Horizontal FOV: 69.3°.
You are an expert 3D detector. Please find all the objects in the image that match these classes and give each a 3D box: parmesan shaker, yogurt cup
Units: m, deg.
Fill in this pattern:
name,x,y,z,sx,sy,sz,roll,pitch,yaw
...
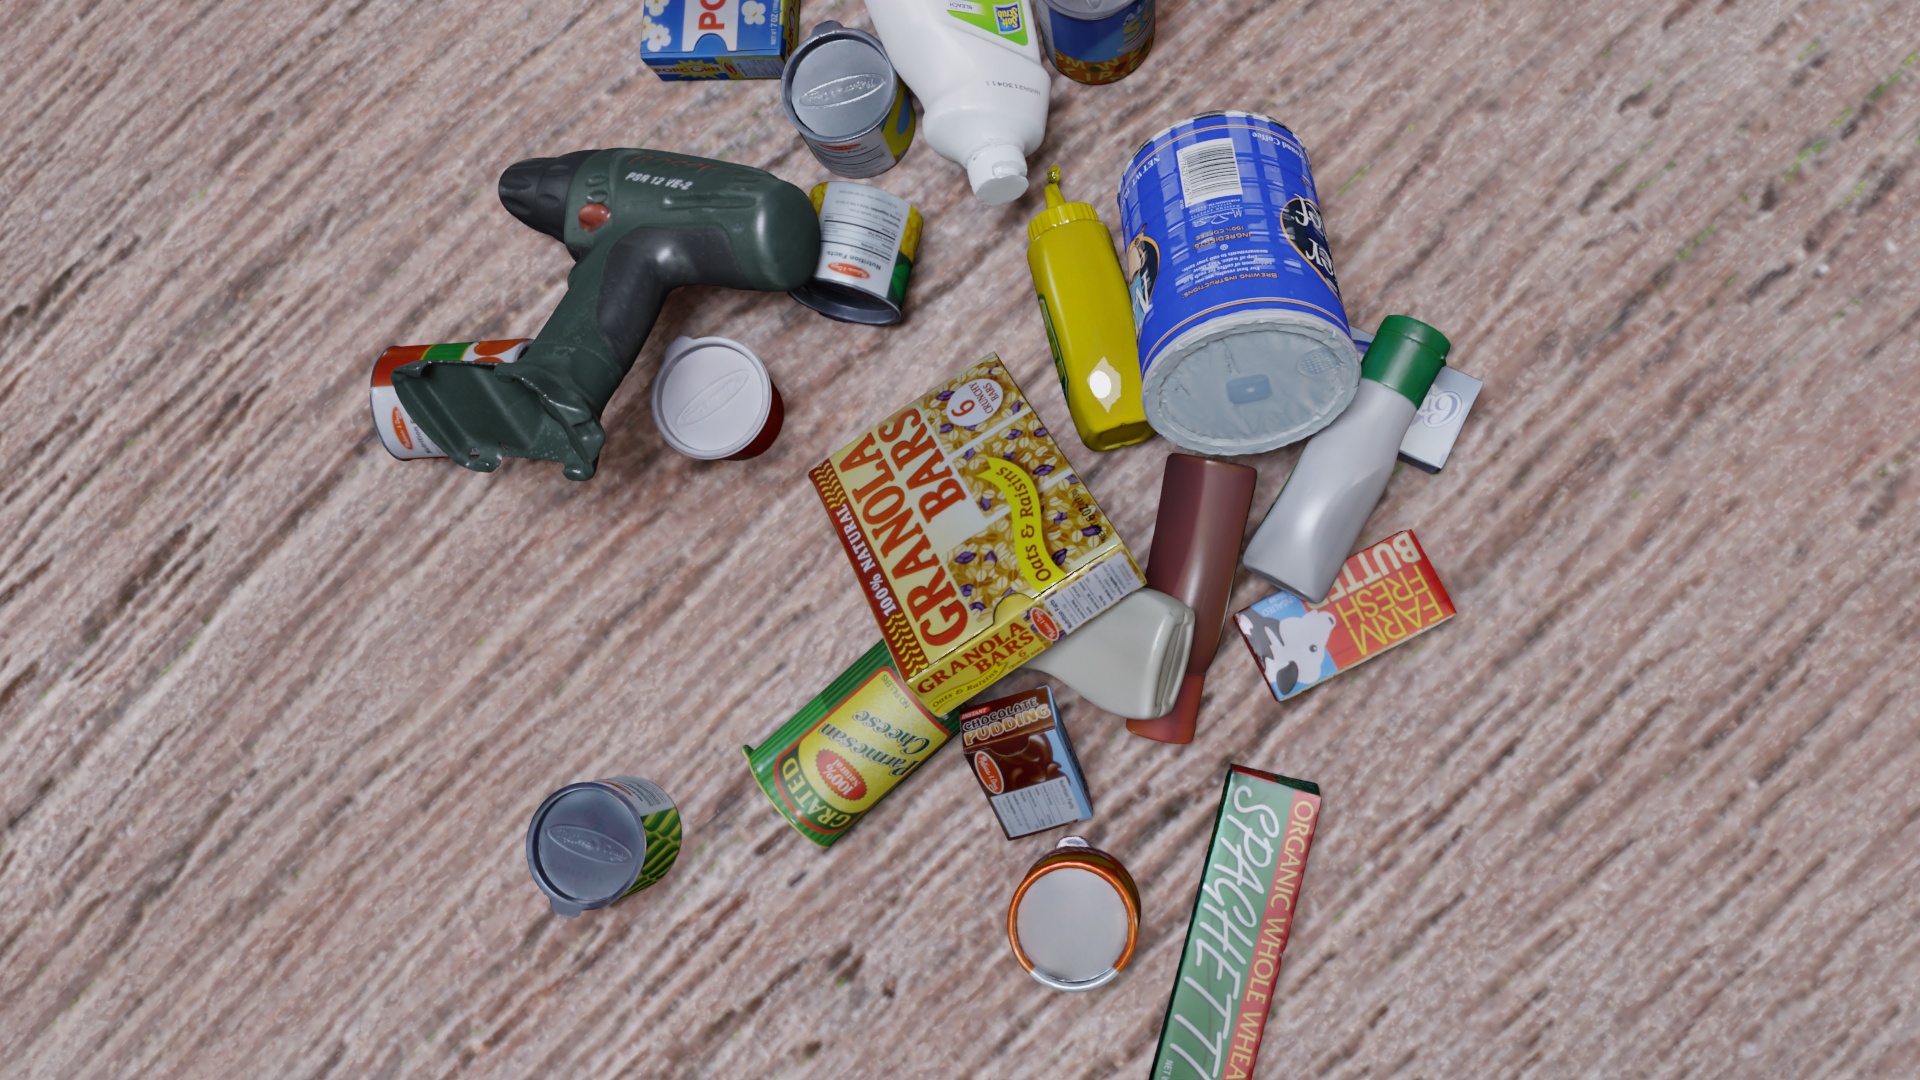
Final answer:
name,x,y,z,sx,sy,sz,roll,pitch,yaw
parmesan shaker,-0.054,0.102,0.737,0.103,0.071,0.071,-42,80,2
yogurt cup,-0.132,-0.075,0.776,0.072,0.054,0.072,-1,84,8

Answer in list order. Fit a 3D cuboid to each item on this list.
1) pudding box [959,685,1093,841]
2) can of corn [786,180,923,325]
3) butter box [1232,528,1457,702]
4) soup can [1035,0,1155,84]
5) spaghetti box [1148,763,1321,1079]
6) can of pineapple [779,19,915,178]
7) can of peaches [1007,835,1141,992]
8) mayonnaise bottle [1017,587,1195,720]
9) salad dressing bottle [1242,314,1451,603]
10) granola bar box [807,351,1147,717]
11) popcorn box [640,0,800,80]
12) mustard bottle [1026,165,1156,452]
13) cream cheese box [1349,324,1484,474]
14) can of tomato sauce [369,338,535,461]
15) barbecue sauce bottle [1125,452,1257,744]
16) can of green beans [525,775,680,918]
name,x,y,z,sx,sy,sz,roll,pitch,yaw
pudding box,0.035,0.116,0.716,0.049,0.083,0.030,-17,42,7
can of corn,-0.059,-0.158,0.770,0.071,0.071,0.058,12,81,9
butter box,0.201,0.039,0.730,0.103,0.024,0.053,-27,81,5
soup can,0.076,-0.296,0.756,0.071,0.083,0.071,-1,84,8
spaghetti box,0.132,0.241,0.715,0.050,0.028,0.250,15,86,9
can of pineapple,-0.062,-0.247,0.784,0.071,0.058,0.071,-1,84,8
can of peaches,0.059,0.191,0.716,0.071,0.058,0.071,-1,84,8
mayonnaise bottle,0.045,0.042,0.718,0.148,0.041,0.064,18,99,34
salad dressing bottle,0.197,-0.042,0.701,0.044,0.064,0.147,28,88,29
granola bar box,0.003,-0.009,0.715,0.124,0.039,0.166,-33,47,4
popcorn box,-0.138,-0.337,0.815,0.085,0.038,0.127,2,84,7
mustard bottle,0.067,-0.130,0.752,0.049,0.065,0.160,-15,76,2
cream cheese box,0.218,-0.080,0.741,0.104,0.024,0.053,25,89,10
can of tomato sauce,-0.280,-0.082,0.794,0.083,0.071,0.071,-3,84,8
barbecue sauce bottle,0.117,0.030,0.726,0.044,0.065,0.148,10,94,-10
can of green beans,-0.193,0.163,0.755,0.071,0.058,0.071,-1,84,8
